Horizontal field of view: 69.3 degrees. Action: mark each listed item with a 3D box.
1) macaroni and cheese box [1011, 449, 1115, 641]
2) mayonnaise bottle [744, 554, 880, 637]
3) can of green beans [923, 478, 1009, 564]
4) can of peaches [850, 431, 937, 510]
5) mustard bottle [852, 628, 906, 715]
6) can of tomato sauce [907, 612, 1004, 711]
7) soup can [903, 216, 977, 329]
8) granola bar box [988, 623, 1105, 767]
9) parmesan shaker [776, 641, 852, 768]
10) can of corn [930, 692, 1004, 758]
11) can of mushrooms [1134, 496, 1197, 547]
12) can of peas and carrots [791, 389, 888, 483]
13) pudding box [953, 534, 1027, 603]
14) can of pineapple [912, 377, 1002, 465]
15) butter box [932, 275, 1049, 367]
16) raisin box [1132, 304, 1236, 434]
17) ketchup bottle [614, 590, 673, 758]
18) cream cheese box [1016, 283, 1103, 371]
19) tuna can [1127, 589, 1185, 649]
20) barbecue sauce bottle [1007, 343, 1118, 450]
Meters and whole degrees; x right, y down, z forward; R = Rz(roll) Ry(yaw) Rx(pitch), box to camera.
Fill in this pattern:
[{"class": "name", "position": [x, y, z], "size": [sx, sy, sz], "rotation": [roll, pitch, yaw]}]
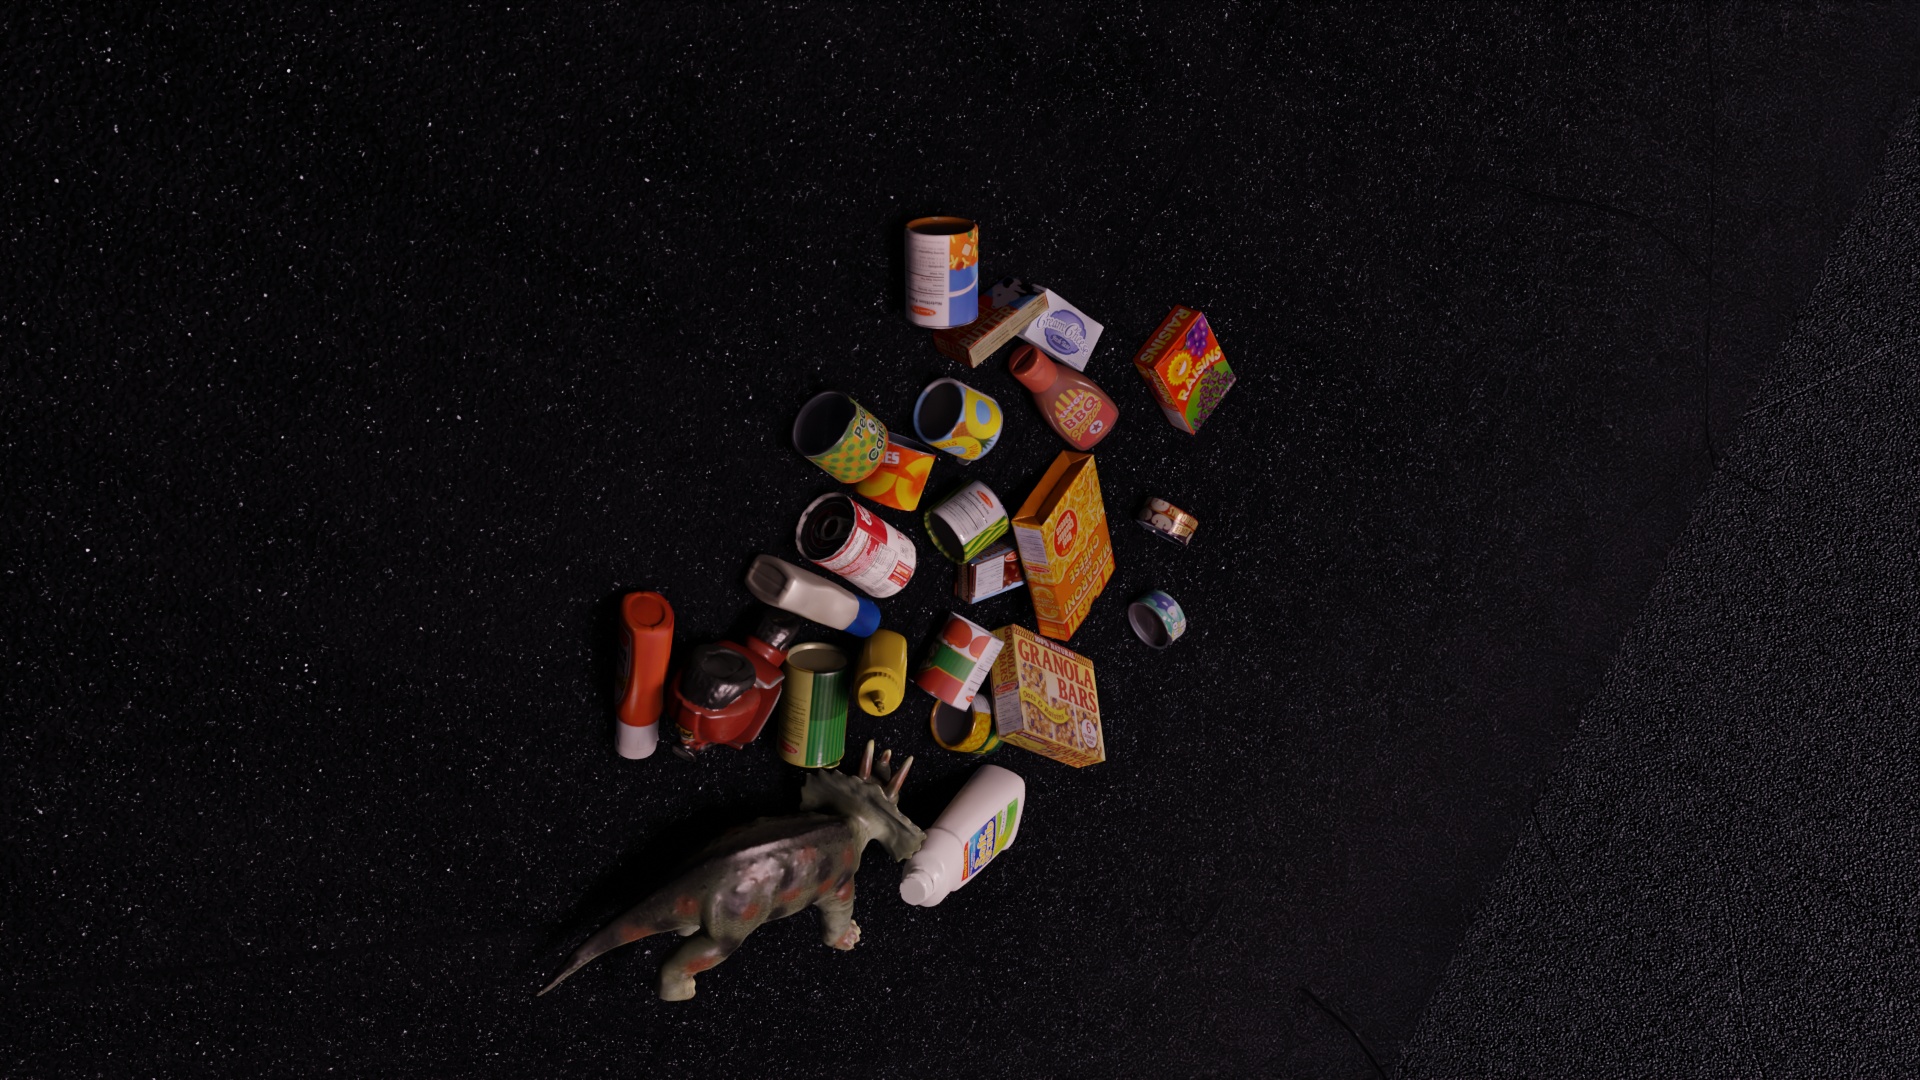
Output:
[{"class": "macaroni and cheese box", "position": [0.114, 0.006, 1.489], "size": [0.124, 0.040, 0.165], "rotation": [-53, 141, -36]}, {"class": "mayonnaise bottle", "position": [-0.131, 0.056, 1.290], "size": [0.148, 0.065, 0.041], "rotation": [29, 90, -52]}, {"class": "can of green beans", "position": [0.005, -0.018, 1.377], "size": [0.058, 0.071, 0.071], "rotation": [-37, 133, -23]}, {"class": "can of peaches", "position": [-0.064, -0.066, 1.283], "size": [0.071, 0.071, 0.058], "rotation": [9, 106, -46]}, {"class": "mustard bottle", "position": [-0.077, 0.130, 1.318], "size": [0.049, 0.160, 0.065], "rotation": [13, 101, -6]}, {"class": "can of tomato sauce", "position": [-0.004, 0.125, 1.449], "size": [0.071, 0.071, 0.083], "rotation": [30, 89, -48]}, {"class": "soup can", "position": [-0.016, -0.240, 1.236], "size": [0.071, 0.071, 0.083], "rotation": [-22, 125, -35]}, {"class": "granola bar box", "position": [0.095, 0.174, 1.539], "size": [0.165, 0.039, 0.124], "rotation": [28, 48, -48]}, {"class": "parmesan shaker", "position": [-0.138, 0.157, 1.330], "size": [0.071, 0.071, 0.102], "rotation": [-13, 120, -40]}, {"class": "can of corn", "position": [0.009, 0.198, 1.498], "size": [0.058, 0.071, 0.071], "rotation": [18, 98, -47]}, {"class": "can of mushrooms", "position": [0.239, -0.021, 1.599], "size": [0.071, 0.071, 0.033], "rotation": [31, 87, -48]}, {"class": "can of peas and carrots", "position": [-0.104, -0.092, 1.227], "size": [0.071, 0.071, 0.058], "rotation": [-57, 139, -3]}, {"class": "pudding box", "position": [0.034, 0.030, 1.458], "size": [0.084, 0.030, 0.049], "rotation": [-20, 123, -36]}, {"class": "can of pineapple", "position": [-0.003, -0.113, 1.315], "size": [0.058, 0.071, 0.071], "rotation": [20, 97, -47]}, {"class": "butter box", "position": [0.029, -0.207, 1.306], "size": [0.104, 0.053, 0.024], "rotation": [-40, 137, -20]}, {"class": "raisin box", "position": [0.250, -0.189, 1.541], "size": [0.086, 0.040, 0.123], "rotation": [-50, 137, -10]}, {"class": "ketchup bottle", "position": [-0.273, 0.119, 1.188], "size": [0.043, 0.065, 0.148], "rotation": [-2, 123, -22]}, {"class": "cream cheese box", "position": [0.097, -0.213, 1.391], "size": [0.104, 0.024, 0.053], "rotation": [22, 94, -48]}, {"class": "tuna can", "position": [0.236, 0.095, 1.660], "size": [0.033, 0.071, 0.070], "rotation": [-33, 131, -28]}, {"class": "barbecue sauce bottle", "position": [0.101, -0.149, 1.414], "size": [0.065, 0.044, 0.148], "rotation": [-47, 138, 7]}]
